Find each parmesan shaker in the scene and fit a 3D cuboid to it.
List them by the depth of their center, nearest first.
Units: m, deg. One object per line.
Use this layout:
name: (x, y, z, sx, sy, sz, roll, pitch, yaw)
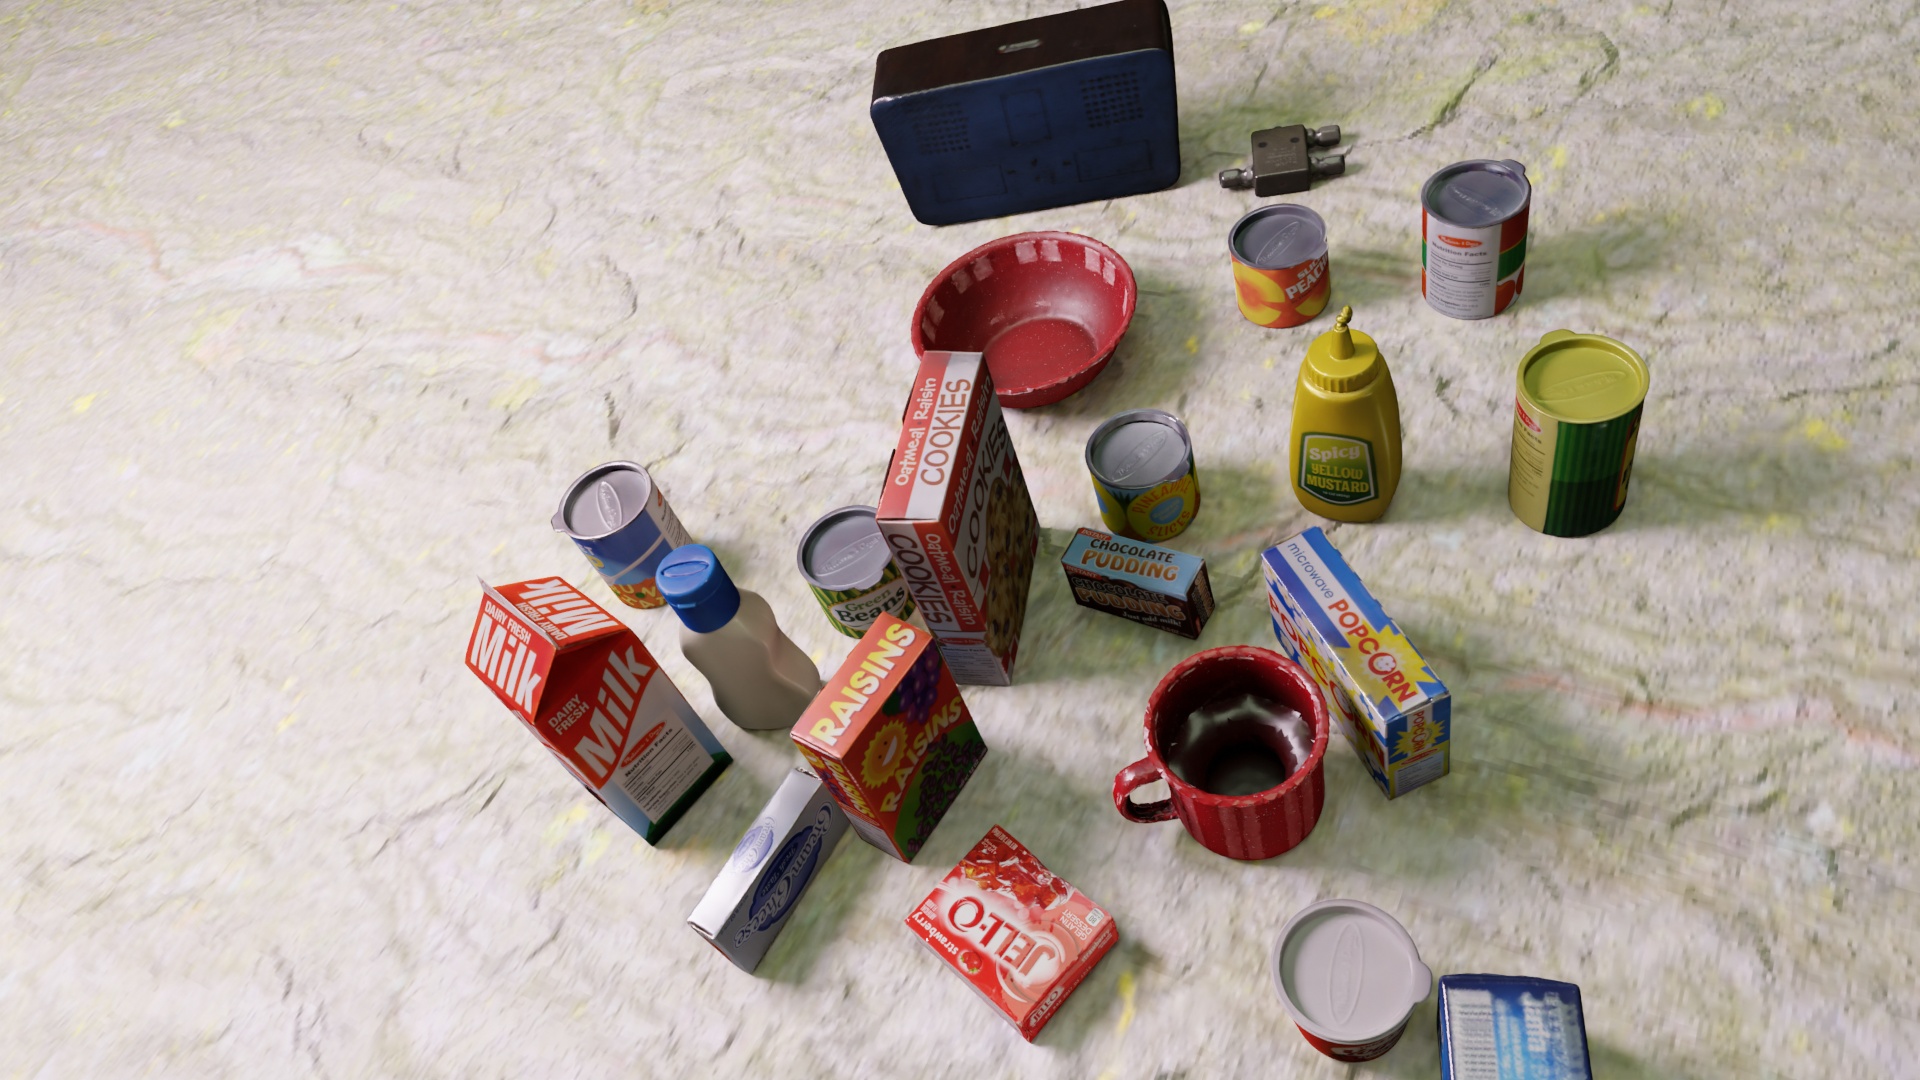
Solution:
parmesan shaker: (0.348, -0.060, 0.789, 0.071, 0.102, 0.072, -9, 51, 11)

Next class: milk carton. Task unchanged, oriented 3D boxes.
milk carton: (-0.211, 0.089, 0.792, 0.072, 0.189, 0.074, 29, 66, 34)

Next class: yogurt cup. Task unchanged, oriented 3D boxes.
yogurt cup: (0.183, 0.212, 0.658, 0.072, 0.053, 0.073, -9, 51, 11)

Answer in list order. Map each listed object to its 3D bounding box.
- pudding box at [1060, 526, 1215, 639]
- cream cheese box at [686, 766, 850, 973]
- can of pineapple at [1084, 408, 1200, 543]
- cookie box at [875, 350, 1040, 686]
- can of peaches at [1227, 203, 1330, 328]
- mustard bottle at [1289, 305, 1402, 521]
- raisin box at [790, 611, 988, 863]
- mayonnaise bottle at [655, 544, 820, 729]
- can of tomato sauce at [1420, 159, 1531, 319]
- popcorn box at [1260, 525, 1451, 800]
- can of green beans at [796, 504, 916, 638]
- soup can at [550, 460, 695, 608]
pudding box: (0.107, 0.025, 0.834, 0.084, 0.049, 0.030, 16, 60, 28)
cream cheese box: (-0.105, 0.183, 0.773, 0.024, 0.053, 0.104, 19, 61, 30)
can of pineapple: (0.117, -0.039, 0.876, 0.071, 0.057, 0.071, -9, 51, 11)
cookie box: (0.003, -0.010, 0.818, 0.040, 0.166, 0.123, 0, 53, 18)
can of peaches: (0.223, -0.189, 0.961, 0.071, 0.057, 0.071, -9, 51, 11)
mustard bottle: (0.221, -0.074, 0.804, 0.065, 0.159, 0.049, 8, 56, 24)
raisin box: (-0.036, 0.110, 0.764, 0.040, 0.123, 0.086, 23, 63, 31)
mayonnaise bottle: (-0.133, 0.059, 0.819, 0.065, 0.147, 0.041, -8, 51, 12)
can of tomato sauce: (0.339, -0.199, 0.915, 0.071, 0.082, 0.071, -9, 51, 11)
popcorn box: (0.211, 0.064, 0.746, 0.038, 0.085, 0.127, -26, 49, -3)
can of green beans: (-0.064, 0.021, 0.887, 0.071, 0.057, 0.071, -9, 51, 11)
soup can: (-0.225, -0.002, 0.939, 0.071, 0.083, 0.072, -9, 51, 11)
